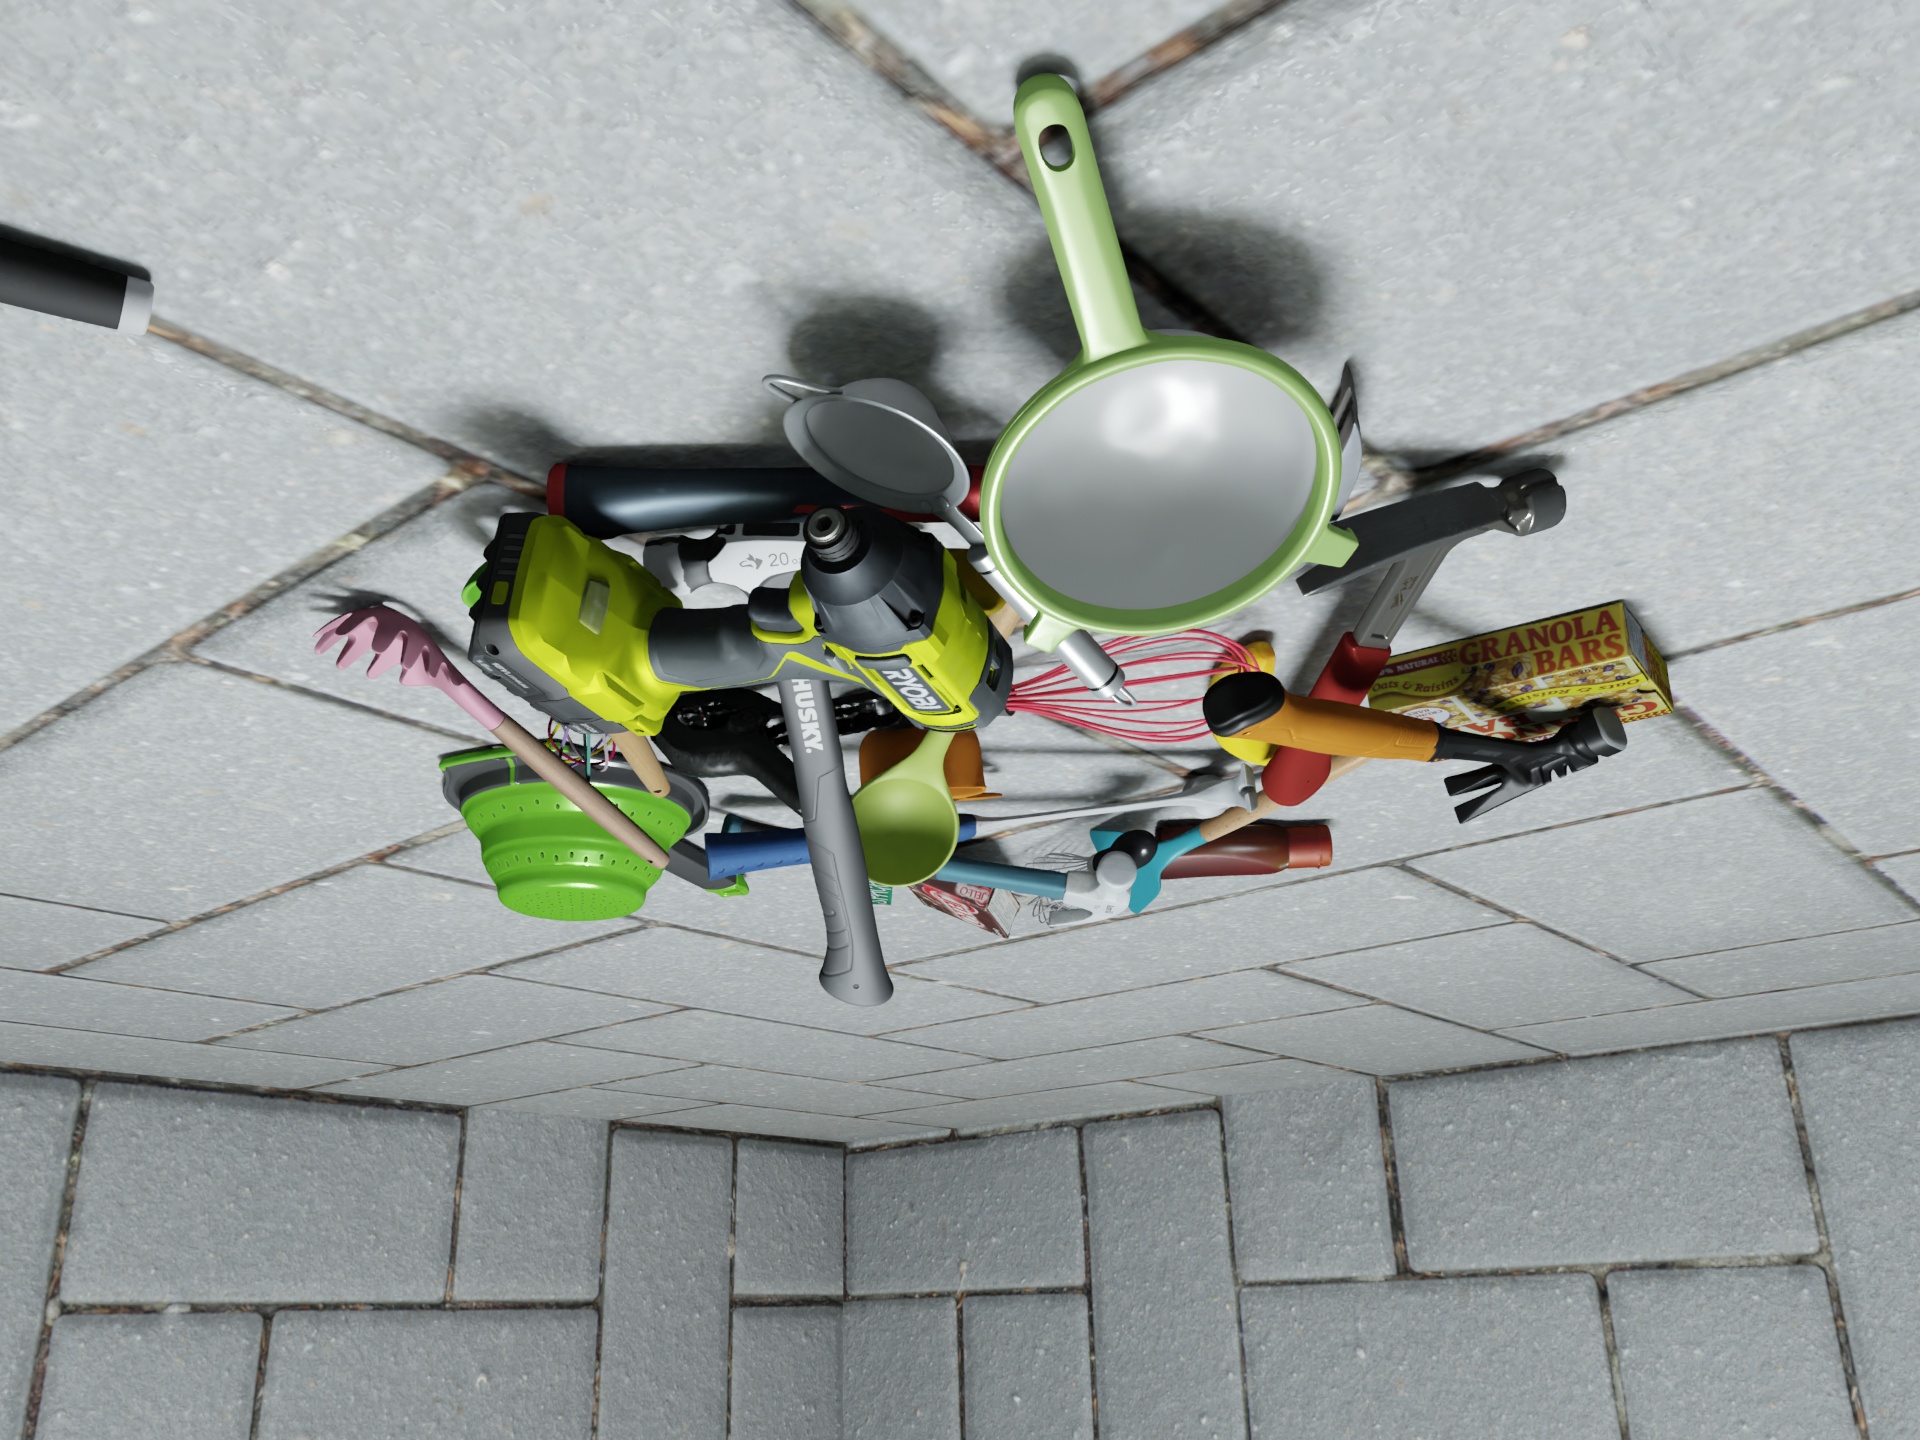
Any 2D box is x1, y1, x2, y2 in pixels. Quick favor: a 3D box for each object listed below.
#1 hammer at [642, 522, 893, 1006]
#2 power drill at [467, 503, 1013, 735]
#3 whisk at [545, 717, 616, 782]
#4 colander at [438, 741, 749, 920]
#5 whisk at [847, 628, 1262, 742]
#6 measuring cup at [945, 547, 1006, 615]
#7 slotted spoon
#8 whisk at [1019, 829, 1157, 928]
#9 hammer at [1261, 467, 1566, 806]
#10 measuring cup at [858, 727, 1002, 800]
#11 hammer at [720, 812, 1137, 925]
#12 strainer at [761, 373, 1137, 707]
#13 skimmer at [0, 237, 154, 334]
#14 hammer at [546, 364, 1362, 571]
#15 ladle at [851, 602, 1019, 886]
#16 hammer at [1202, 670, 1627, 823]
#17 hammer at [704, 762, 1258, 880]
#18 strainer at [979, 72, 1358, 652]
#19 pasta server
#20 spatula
[{"bbox_3d":[-0.074,0.036,0.915,0.146,0.035,0.334,-7,123,2],"label":"hammer"},{"bbox_3d":[-0.104,-0.048,0.735,0.223,0.080,0.171,-1,159,20],"label":"power drill"},{"bbox_3d":[-0.238,-0.019,1.002,0.047,0.051,0.245,9,155,-10],"label":"whisk"},{"bbox_3d":[-0.273,0.127,1.306,0.204,0.095,0.396,-8,158,17],"label":"colander"},{"bbox_3d":[0.049,-0.015,1.017,0.296,0.073,0.073,-5,160,27],"label":"whisk"},{"bbox_3d":[0.035,-0.062,0.825,0.156,0.029,0.062,9,171,-39],"label":"measuring cup"},{"bbox_3d":[-0.216,-0.020,0.939,0.070,0.031,0.313,-10,154,0],"label":"slotted spoon"},{"bbox_3d":[0.110,0.127,1.339,0.070,0.070,0.284,4,165,-14],"label":"whisk"},{"bbox_3d":[0.223,-0.026,0.940,0.149,0.037,0.358,-17,158,-10],"label":"hammer"},{"bbox_3d":[-0.010,0.031,1.149,0.095,0.052,0.173,-10,172,24],"label":"measuring cup"},{"bbox_3d":[-0.031,0.113,1.257,0.331,0.033,0.128,9,157,4],"label":"hammer"},{"bbox_3d":[0.008,-0.084,0.729,0.087,0.050,0.258,-2,142,47],"label":"strainer"},{"bbox_3d":[-0.465,-0.171,0.519,0.363,0.090,0.127,10,125,-33],"label":"skimmer"},{"bbox_3d":[-0.006,-0.117,0.767,0.386,0.038,0.143,-1,158,-2],"label":"hammer"},{"bbox_3d":[-0.002,-0.003,0.948,0.078,0.062,0.320,15,140,-11],"label":"ladle"},{"bbox_3d":[0.259,0.013,0.948,0.336,0.034,0.127,8,150,-40],"label":"hammer"},{"bbox_3d":[0.020,0.073,1.148,0.405,0.035,0.144,-6,175,-11],"label":"hammer"},{"bbox_3d":[0.064,-0.147,0.642,0.151,0.069,0.256,-16,133,9],"label":"strainer"},{"bbox_3d":[-0.283,0.021,1.016,0.060,0.040,0.315,1,148,32],"label":"pasta server"},{"bbox_3d":[0.219,0.074,1.270,0.317,0.082,0.044,-33,174,40],"label":"spatula"}]
